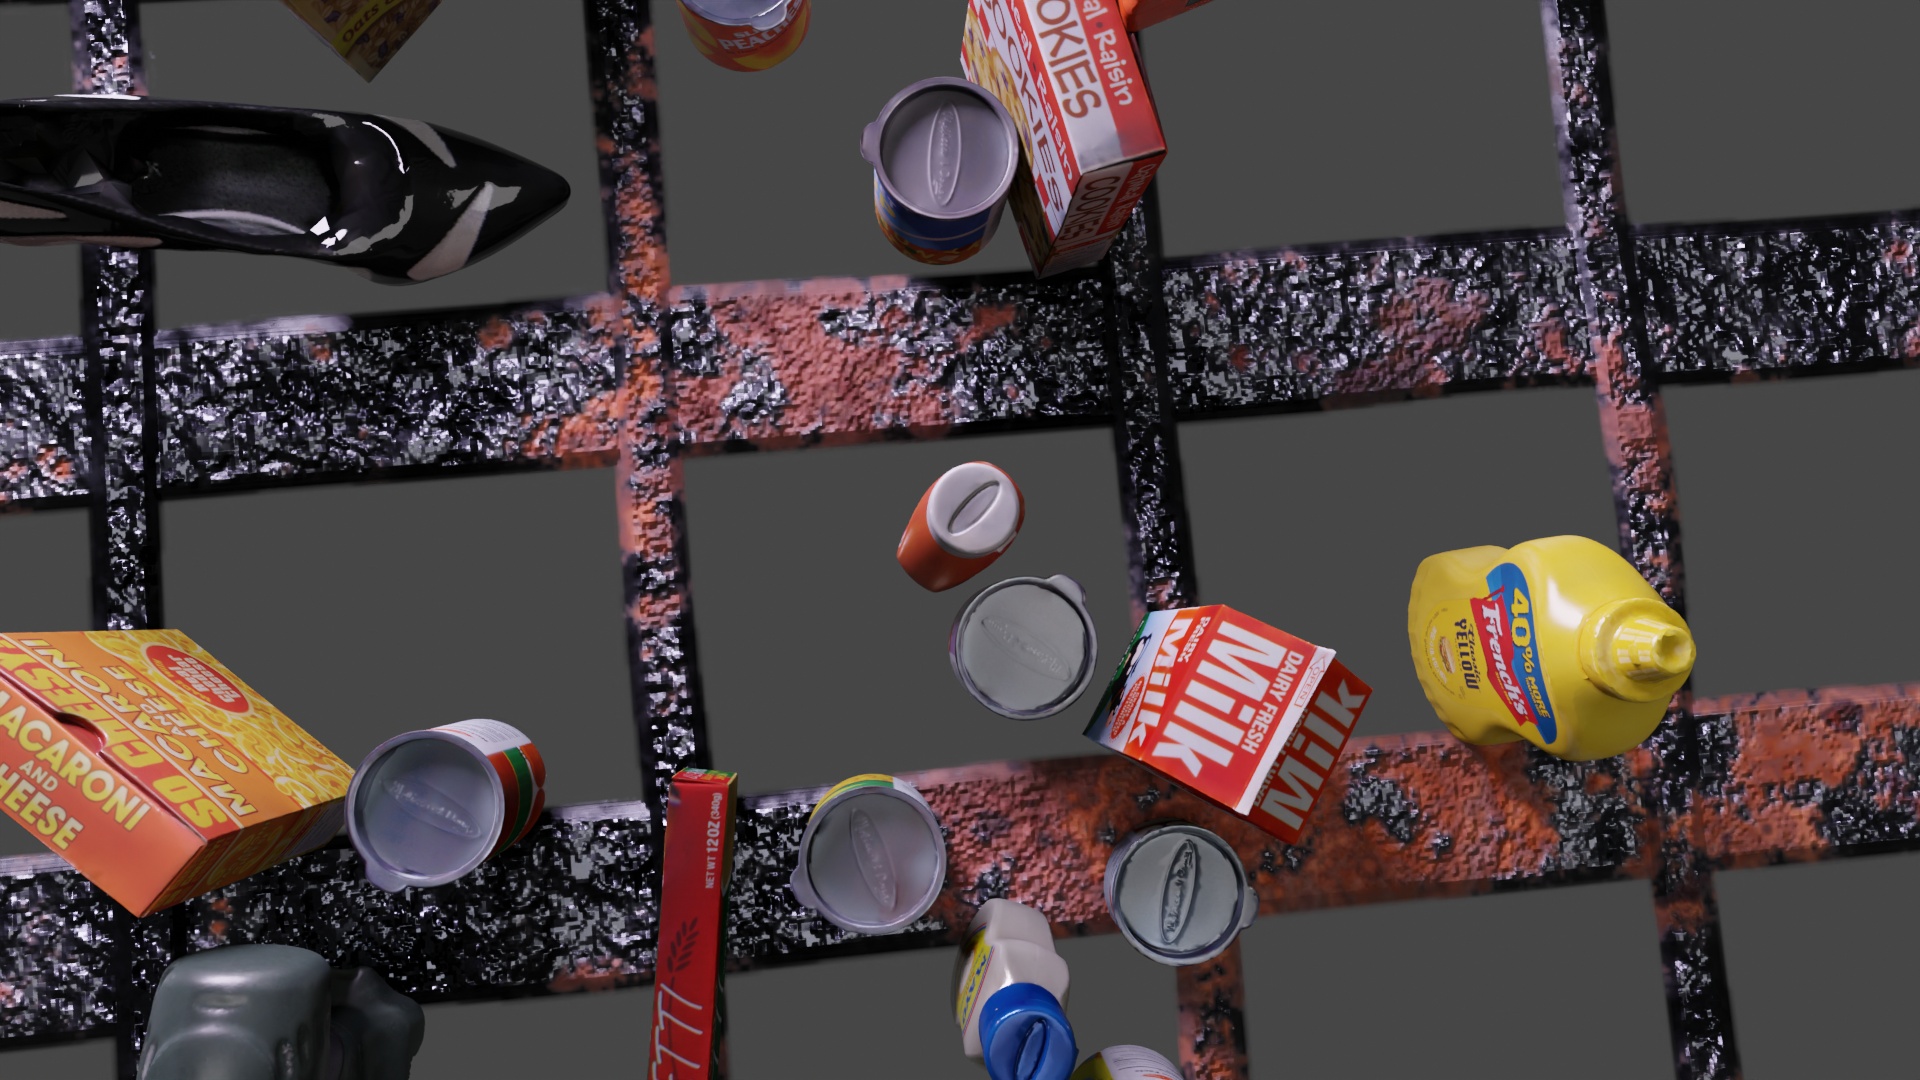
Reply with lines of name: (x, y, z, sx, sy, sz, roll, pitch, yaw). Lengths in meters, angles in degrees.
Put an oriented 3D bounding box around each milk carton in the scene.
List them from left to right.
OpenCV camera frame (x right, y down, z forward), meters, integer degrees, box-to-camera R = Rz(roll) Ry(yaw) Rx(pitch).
milk carton: (0.114, 0.076, 0.598, 0.073, 0.190, 0.072, 29, 85, -1)

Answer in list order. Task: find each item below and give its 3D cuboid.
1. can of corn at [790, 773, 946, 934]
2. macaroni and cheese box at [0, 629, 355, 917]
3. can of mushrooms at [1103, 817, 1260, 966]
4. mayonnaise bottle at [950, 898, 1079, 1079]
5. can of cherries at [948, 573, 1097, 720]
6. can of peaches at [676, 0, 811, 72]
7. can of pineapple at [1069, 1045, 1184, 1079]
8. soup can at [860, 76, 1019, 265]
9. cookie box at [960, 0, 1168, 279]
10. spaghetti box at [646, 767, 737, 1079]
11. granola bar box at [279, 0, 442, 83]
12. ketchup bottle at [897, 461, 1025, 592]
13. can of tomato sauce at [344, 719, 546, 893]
can of corn: (-0.043, 0.146, 0.650, 0.071, 0.058, 0.071, 0, 86, -4)
macaroni and cheese box: (-0.334, 0.088, 0.581, 0.124, 0.166, 0.040, 39, 85, 0)
can of mushrooms: (0.106, 0.169, 0.670, 0.071, 0.033, 0.071, 0, 86, -4)
mayonnaise bottle: (0.023, 0.200, 0.605, 0.041, 0.148, 0.065, 20, 85, -2)
can of cherries: (0.030, 0.049, 0.661, 0.071, 0.058, 0.071, 0, 86, -4)
can of peaches: (-0.106, -0.268, 0.676, 0.071, 0.058, 0.071, 0, 86, -4)
can of pineapple: (0.082, 0.278, 0.648, 0.071, 0.058, 0.071, 0, 86, -4)
soup can: (-0.011, -0.174, 0.662, 0.071, 0.083, 0.071, 0, 86, -4)
cookie box: (0.042, -0.200, 0.626, 0.040, 0.167, 0.123, -18, 88, -4)
spaghetti box: (-0.127, 0.233, 0.642, 0.029, 0.050, 0.250, 4, 86, -3)
granola bar box: (-0.253, -0.306, 0.637, 0.039, 0.124, 0.165, 39, 85, 0)
ketchup bottle: (0.002, -0.008, 0.618, 0.043, 0.148, 0.065, 43, 85, 0)
can of tomato sauce: (-0.229, 0.118, 0.627, 0.071, 0.083, 0.071, 0, 86, -4)
